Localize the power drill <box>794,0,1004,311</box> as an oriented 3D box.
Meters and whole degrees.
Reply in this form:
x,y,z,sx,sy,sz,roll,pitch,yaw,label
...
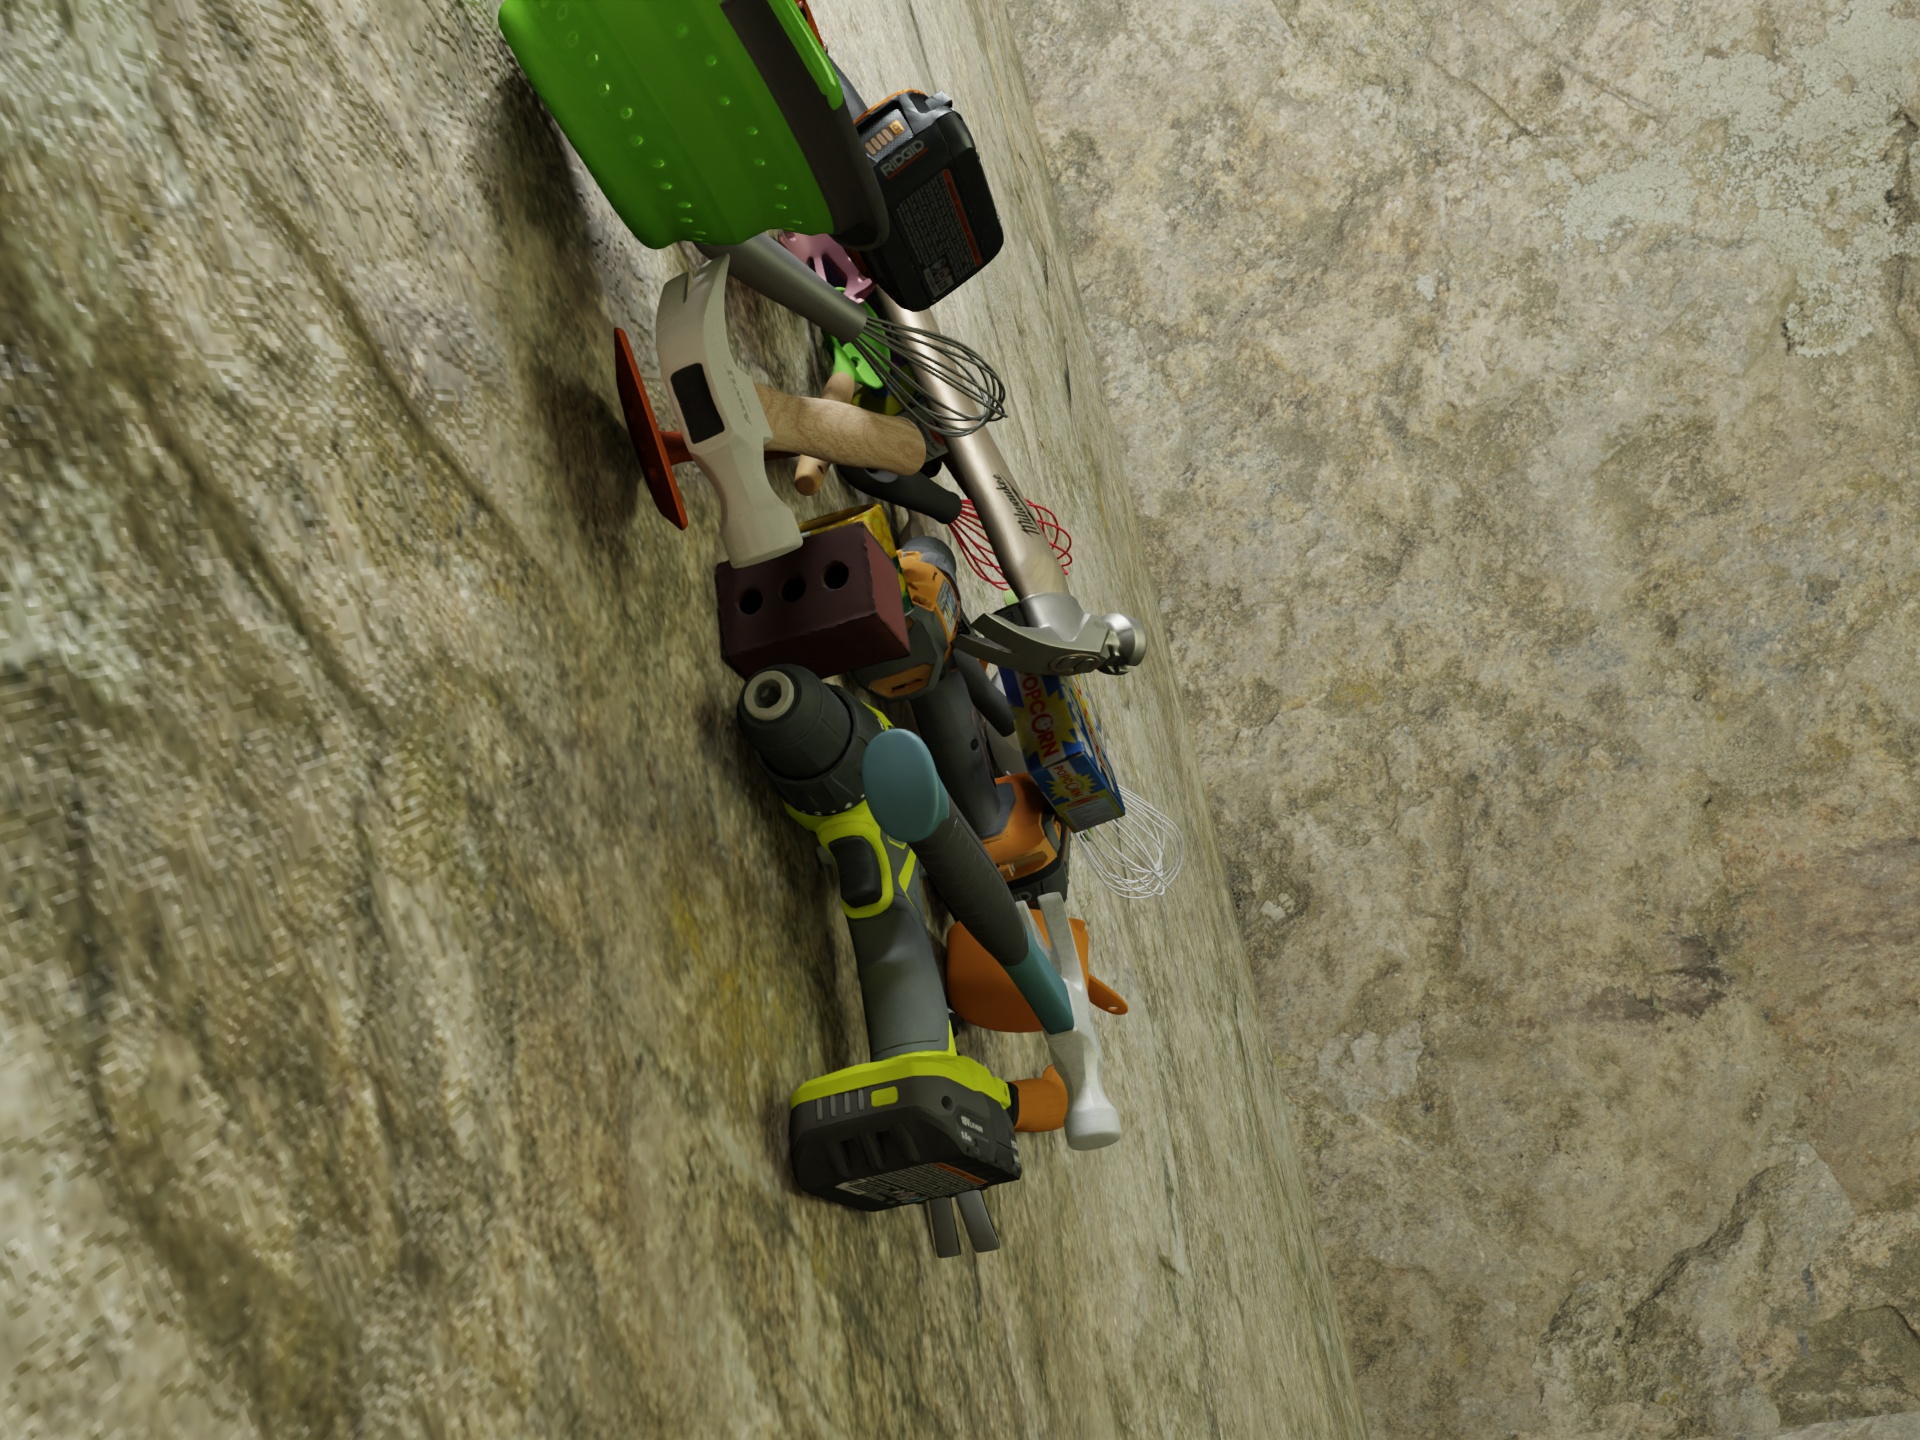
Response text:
x,y,z,sx,sy,sz,roll,pitch,yaw,label
-0.077,-0.352,0.881,0.227,0.084,0.164,54,1,19,power drill

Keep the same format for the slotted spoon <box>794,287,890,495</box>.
x,y,z,sx,sy,sz,roll,pitch,yaw,label
-0.075,-0.194,0.946,0.070,0.031,0.314,55,17,-23,slotted spoon

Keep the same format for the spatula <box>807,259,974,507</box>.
x,y,z,sx,sy,sz,roll,pitch,yaw,label
-0.029,-0.226,1.159,0.315,0.018,0.060,52,40,-41,spatula

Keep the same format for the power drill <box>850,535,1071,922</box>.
x,y,z,sx,sy,sz,roll,pitch,yaw,label
-0.002,-0.003,1.006,0.185,0.084,0.226,-77,147,-66,power drill

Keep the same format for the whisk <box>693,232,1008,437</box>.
x,y,z,sx,sy,sz,roll,pitch,yaw,label
-0.061,-0.222,0.881,0.238,0.055,0.055,26,46,-39,whisk

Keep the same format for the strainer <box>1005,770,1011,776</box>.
x,y,z,sx,sy,sz,roll,pitch,yaw,label
0.053,0.089,1.220,0.258,0.050,0.087,41,25,-78,strainer

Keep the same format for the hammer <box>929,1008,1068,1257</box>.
x,y,z,sx,sy,sz,roll,pitch,yaw,label
0.034,0.247,0.986,0.336,0.034,0.127,36,41,-71,hammer

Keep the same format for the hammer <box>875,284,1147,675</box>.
x,y,z,sx,sy,sz,roll,pitch,yaw,label
-0.015,-0.208,1.010,0.146,0.038,0.411,3,56,-46,hammer

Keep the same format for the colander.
x,y,z,sx,sy,sz,roll,pitch,yaw,label
-0.134,-0.282,0.732,0.204,0.094,0.397,57,0,-16,colander

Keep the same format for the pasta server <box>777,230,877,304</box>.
x,y,z,sx,sy,sz,roll,pitch,yaw,label
-0.112,-0.398,1.025,0.040,0.060,0.316,128,-50,-69,pasta server

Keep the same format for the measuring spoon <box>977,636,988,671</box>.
x,y,z,sx,sy,sz,roll,pitch,yaw,label
0.009,-0.036,1.179,0.117,0.011,0.021,-65,152,-45,measuring spoon

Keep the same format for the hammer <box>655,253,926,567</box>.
x,y,z,sx,sy,sz,roll,pitch,yaw,label
-0.069,-0.145,0.780,0.331,0.031,0.130,-32,102,-76,hammer

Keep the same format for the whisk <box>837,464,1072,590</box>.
x,y,z,sx,sy,sz,roll,pitch,yaw,label
0.001,-0.144,1.121,0.295,0.073,0.073,17,59,-59,whisk

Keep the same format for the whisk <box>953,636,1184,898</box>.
x,y,z,sx,sy,sz,roll,pitch,yaw,label
0.063,0.030,1.133,0.284,0.070,0.070,46,25,-21,whisk

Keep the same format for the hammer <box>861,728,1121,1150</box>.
x,y,z,sx,sy,sz,roll,pitch,yaw,label
0.020,0.100,0.754,0.330,0.033,0.128,60,15,-56,hammer

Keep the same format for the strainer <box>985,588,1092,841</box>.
x,y,z,sx,sy,sz,roll,pitch,yaw,label
0.044,-0.018,1.197,0.256,0.069,0.152,64,17,-57,strainer

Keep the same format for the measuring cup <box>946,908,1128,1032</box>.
x,y,z,sx,sy,sz,roll,pitch,yaw,label
0.058,0.174,0.990,0.173,0.095,0.052,39,43,-43,measuring cup

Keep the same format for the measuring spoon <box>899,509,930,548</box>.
x,y,z,sx,sy,sz,roll,pitch,yaw,label
-0.045,-0.162,1.128,0.034,0.018,0.124,25,45,-63,measuring spoon

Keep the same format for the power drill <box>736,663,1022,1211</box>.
x,y,z,sx,sy,sz,roll,pitch,yaw,label
-0.043,0.096,0.729,0.190,0.080,0.229,53,23,-62,power drill

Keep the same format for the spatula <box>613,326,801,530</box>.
x,y,z,sx,sy,sz,roll,pitch,yaw,label
-0.109,-0.134,0.761,0.322,0.041,0.081,-46,119,-76,spatula
